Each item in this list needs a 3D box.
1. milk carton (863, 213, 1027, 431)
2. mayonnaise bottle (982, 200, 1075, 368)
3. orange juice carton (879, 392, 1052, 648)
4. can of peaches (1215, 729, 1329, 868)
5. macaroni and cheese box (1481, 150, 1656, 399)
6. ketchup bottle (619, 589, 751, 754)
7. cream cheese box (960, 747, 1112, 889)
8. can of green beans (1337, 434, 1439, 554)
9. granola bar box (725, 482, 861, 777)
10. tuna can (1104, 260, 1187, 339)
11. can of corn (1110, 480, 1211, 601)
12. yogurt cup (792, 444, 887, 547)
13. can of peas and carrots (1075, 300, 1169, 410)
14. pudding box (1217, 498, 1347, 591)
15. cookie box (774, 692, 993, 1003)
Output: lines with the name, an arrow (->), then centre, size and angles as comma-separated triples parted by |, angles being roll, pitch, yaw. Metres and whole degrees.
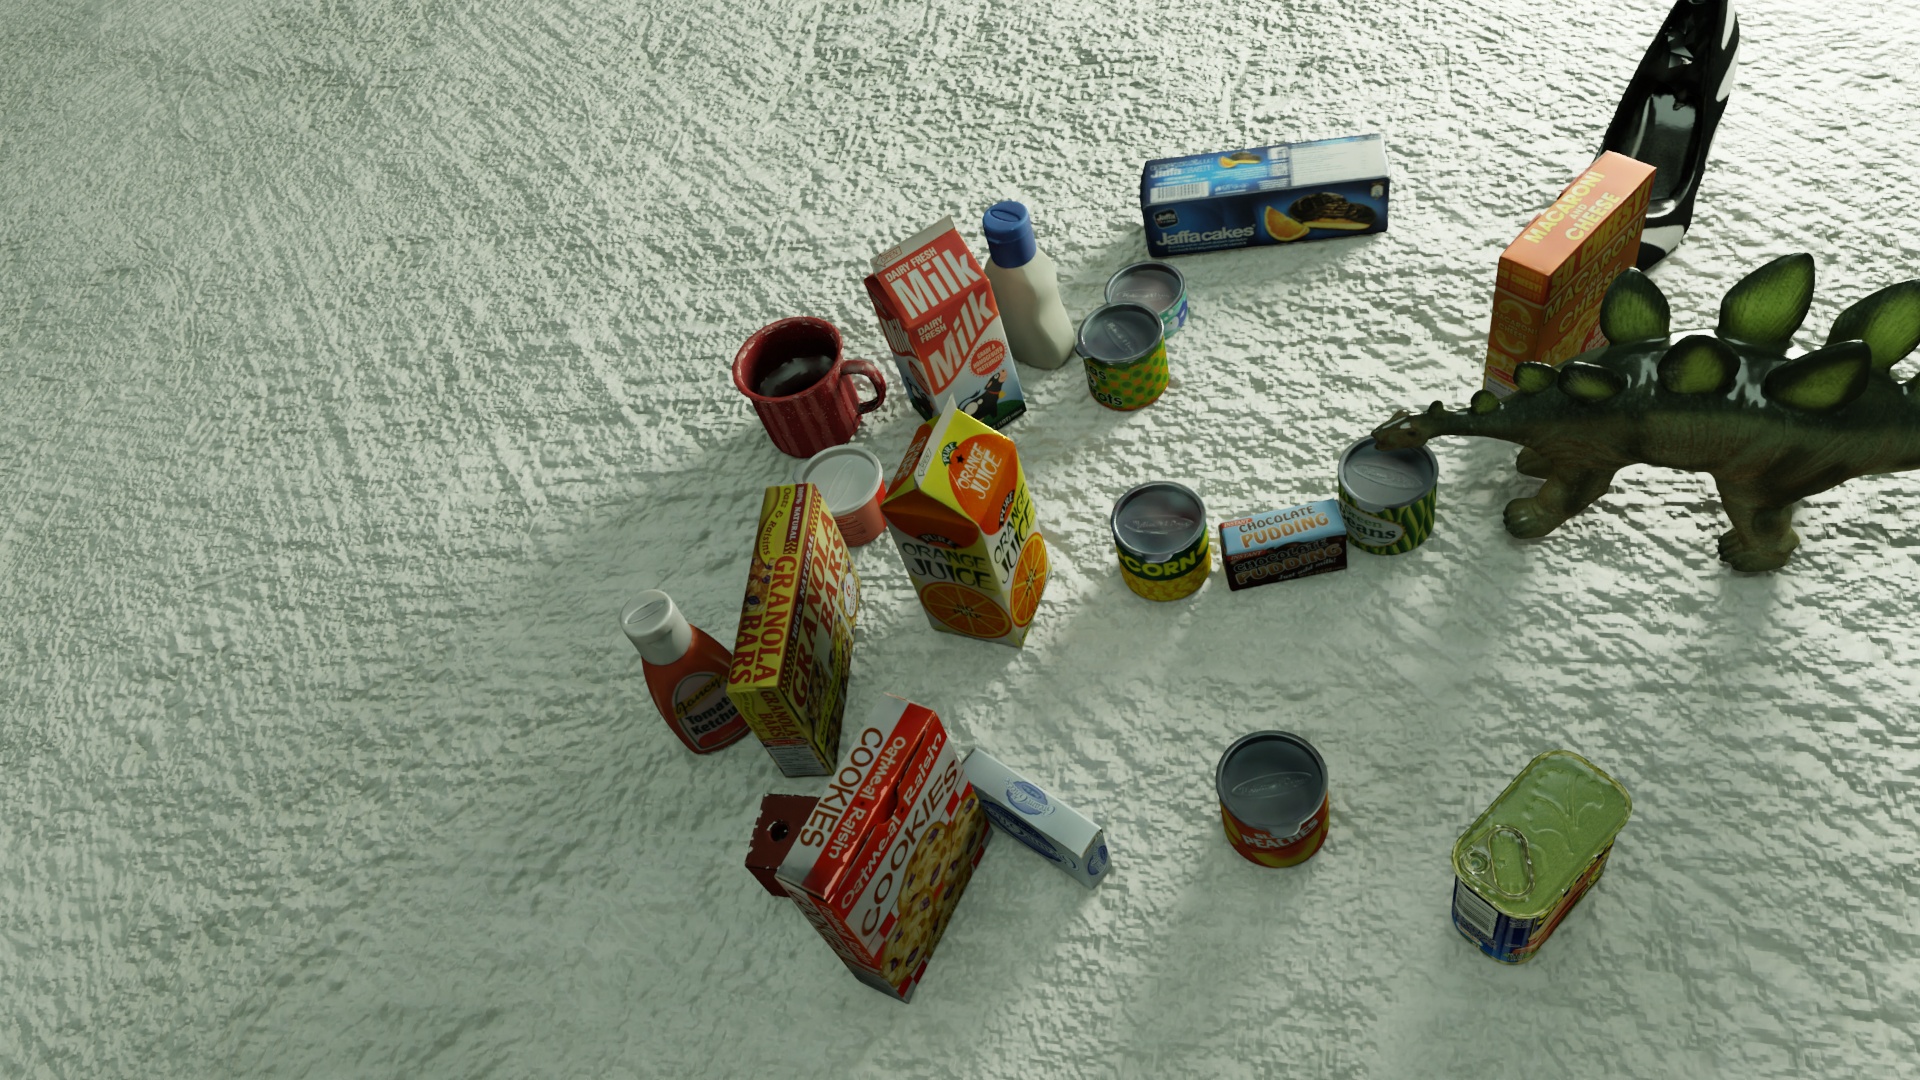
milk carton -> -0.014, -0.161, 1.060 | 0.072, 0.189, 0.074 | -33, 52, -10
mayonnaise bottle -> 0.050, -0.201, 1.100 | 0.065, 0.147, 0.041 | 24, 64, 29
orange juice carton -> 0.003, -0.012, 0.941 | 0.073, 0.191, 0.072 | 11, 58, 22
can of peaches -> 0.191, 0.160, 0.846 | 0.071, 0.057, 0.071 | -7, 52, 10
macaroni and cheese box -> 0.416, -0.165, 0.961 | 0.124, 0.165, 0.040 | -42, 55, -17
ketchup bottle -> -0.186, 0.088, 0.945 | 0.065, 0.148, 0.044 | -31, 52, -9
cream cheese box -> 0.046, 0.175, 0.877 | 0.104, 0.053, 0.024 | 29, 66, 31
can of green beans -> 0.295, -0.032, 0.963 | 0.071, 0.057, 0.071 | -7, 52, 10
granola bar box -> -0.110, 0.062, 0.960 | 0.039, 0.123, 0.166 | -4, 53, 13
tuna can -> 0.153, -0.194, 1.140 | 0.071, 0.032, 0.071 | -7, 52, 10
can of corn -> 0.142, 0.003, 0.978 | 0.071, 0.058, 0.071 | -7, 52, 10
yogurt cup -> -0.087, -0.032, 1.069 | 0.072, 0.053, 0.073 | -7, 52, 10
can of peas and carrots -> 0.127, -0.143, 1.092 | 0.071, 0.058, 0.071 | -7, 52, 10
pudding box -> 0.223, 0.003, 0.961 | 0.084, 0.049, 0.030 | -12, 52, 7
cookie box -> -0.038, 0.185, 0.820 | 0.040, 0.166, 0.123 | 16, 60, 26
